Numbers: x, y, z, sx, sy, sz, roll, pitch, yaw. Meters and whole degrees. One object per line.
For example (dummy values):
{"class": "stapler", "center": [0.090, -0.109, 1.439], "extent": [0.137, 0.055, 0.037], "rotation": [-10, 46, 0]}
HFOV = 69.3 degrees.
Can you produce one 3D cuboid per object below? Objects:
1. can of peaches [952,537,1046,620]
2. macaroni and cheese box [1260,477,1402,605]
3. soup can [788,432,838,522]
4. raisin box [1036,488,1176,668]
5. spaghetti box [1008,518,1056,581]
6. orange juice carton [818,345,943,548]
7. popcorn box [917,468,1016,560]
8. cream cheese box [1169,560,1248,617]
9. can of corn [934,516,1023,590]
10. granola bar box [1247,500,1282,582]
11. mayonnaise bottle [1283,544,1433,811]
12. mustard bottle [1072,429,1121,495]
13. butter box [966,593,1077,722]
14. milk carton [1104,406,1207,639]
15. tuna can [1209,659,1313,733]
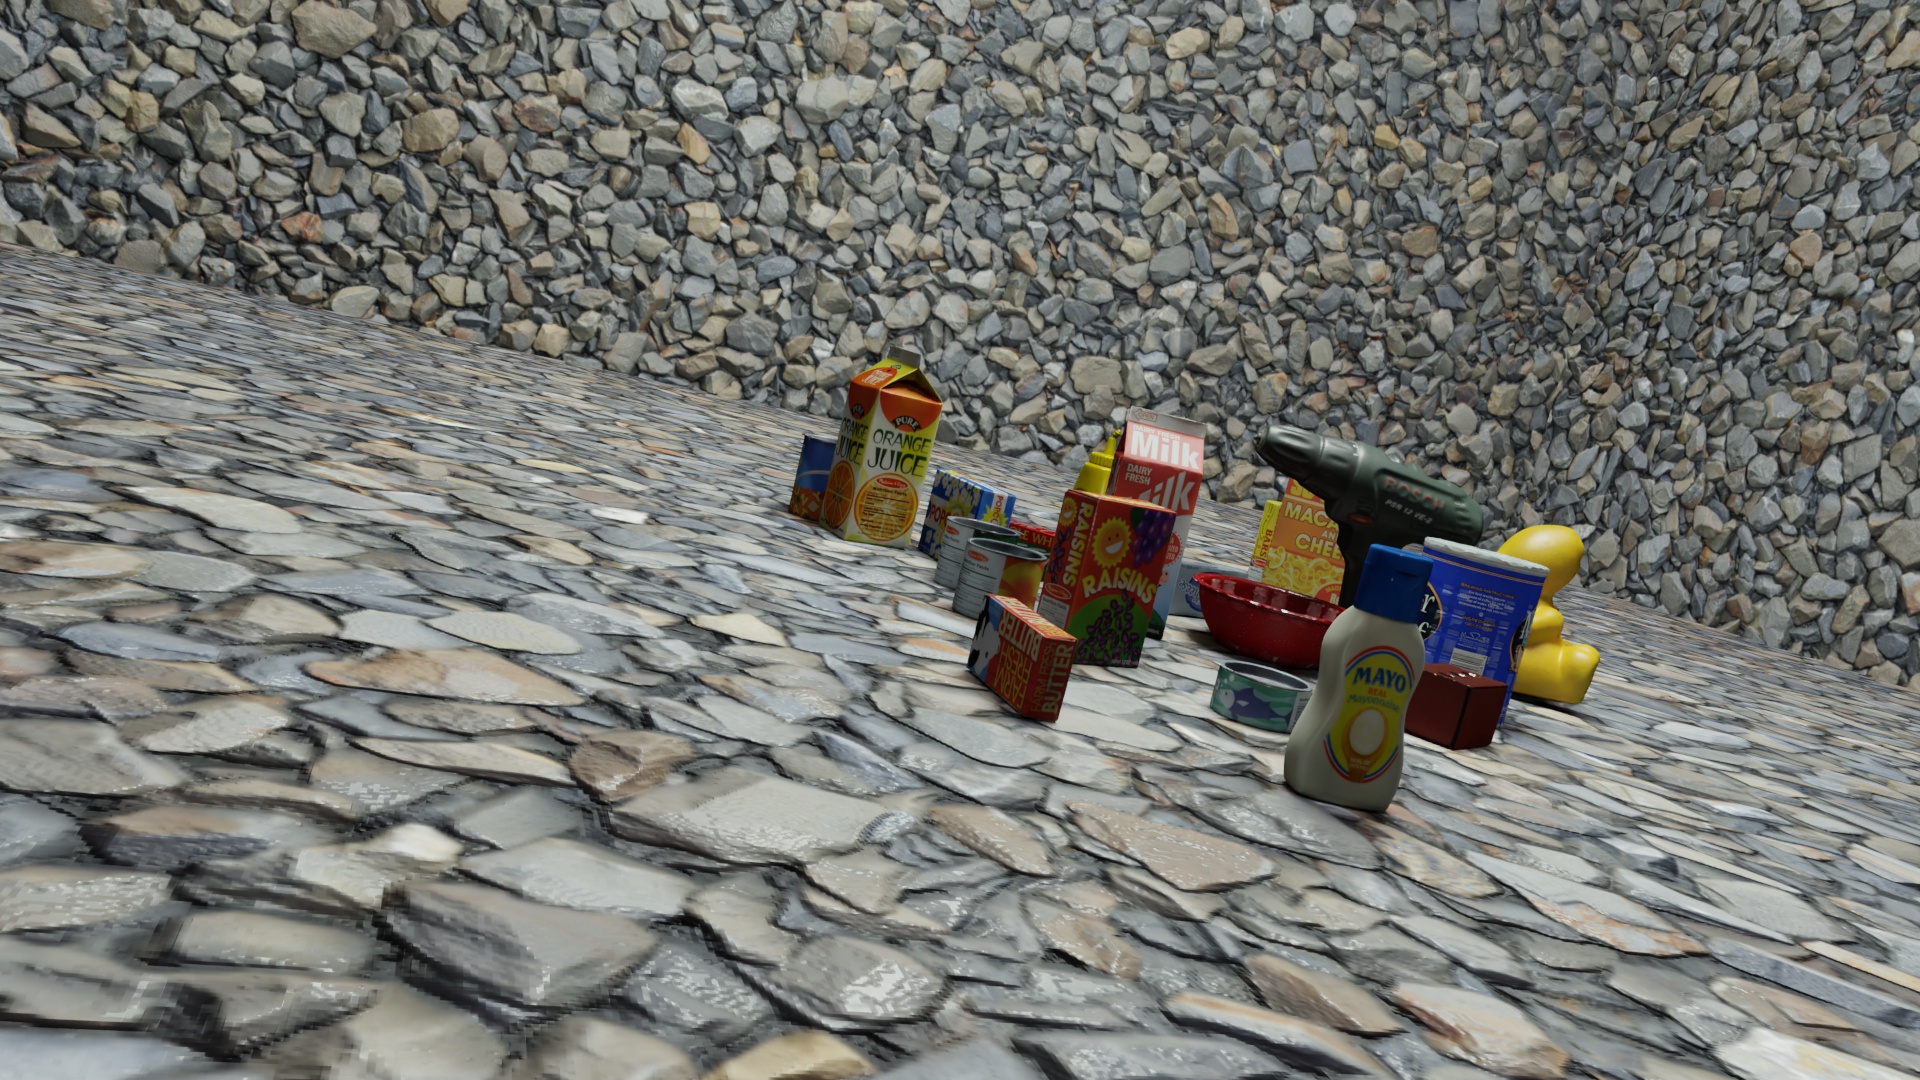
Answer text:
{"class": "can of peaches", "center": [0.033, 0.034, 1.115], "extent": [0.071, 0.058, 0.071], "rotation": [13, 7, -2]}
{"class": "macaroni and cheese box", "center": [0.378, 0.022, 1.413], "extent": [0.124, 0.166, 0.040], "rotation": [18, 8, 30]}
{"class": "soup can", "center": [-0.141, -0.065, 1.448], "extent": [0.071, 0.083, 0.071], "rotation": [13, 7, -2]}
{"class": "raisin box", "center": [0.106, 0.029, 1.032], "extent": [0.086, 0.123, 0.040], "rotation": [8, 8, -38]}
{"class": "spaghetti box", "center": [0.080, 0.013, 1.391], "extent": [0.250, 0.050, 0.029], "rotation": [16, 7, 22]}
{"class": "orange juice carton", "center": [-0.075, -0.095, 1.370], "extent": [0.073, 0.192, 0.072], "rotation": [10, 8, -29]}
{"class": "popcorn box", "center": [0.005, -0.017, 1.345], "extent": [0.038, 0.085, 0.127], "rotation": [11, 8, -23]}
{"class": "cream cheese box", "center": [0.240, 0.050, 1.390], "extent": [0.104, 0.053, 0.024], "rotation": [8, 9, -37]}
{"class": "can of corn", "center": [0.016, 0.015, 1.230], "extent": [0.071, 0.058, 0.071], "rotation": [13, 7, -2]}
{"class": "granola bar box", "center": [0.401, 0.028, 1.575], "extent": [0.166, 0.124, 0.039], "rotation": [9, 8, -35]}
{"class": "mayonnaise bottle", "center": [0.233, 0.077, 0.796], "extent": [0.065, 0.148, 0.041], "rotation": [13, 7, -6]}
{"class": "mustard bottle", "center": [0.152, -0.047, 1.547], "extent": [0.049, 0.160, 0.065], "rotation": [9, 8, -34]}
{"class": "butter box", "center": [0.037, 0.071, 0.860], "extent": [0.024, 0.053, 0.103], "rotation": [11, 8, -22]}
{"class": "milk carton", "center": [0.161, -0.018, 1.221], "extent": [0.072, 0.190, 0.073], "rotation": [13, 7, -1]}
{"class": "tuna can", "center": [0.207, 0.108, 0.970], "extent": [0.071, 0.032, 0.071], "rotation": [13, 7, -2]}
